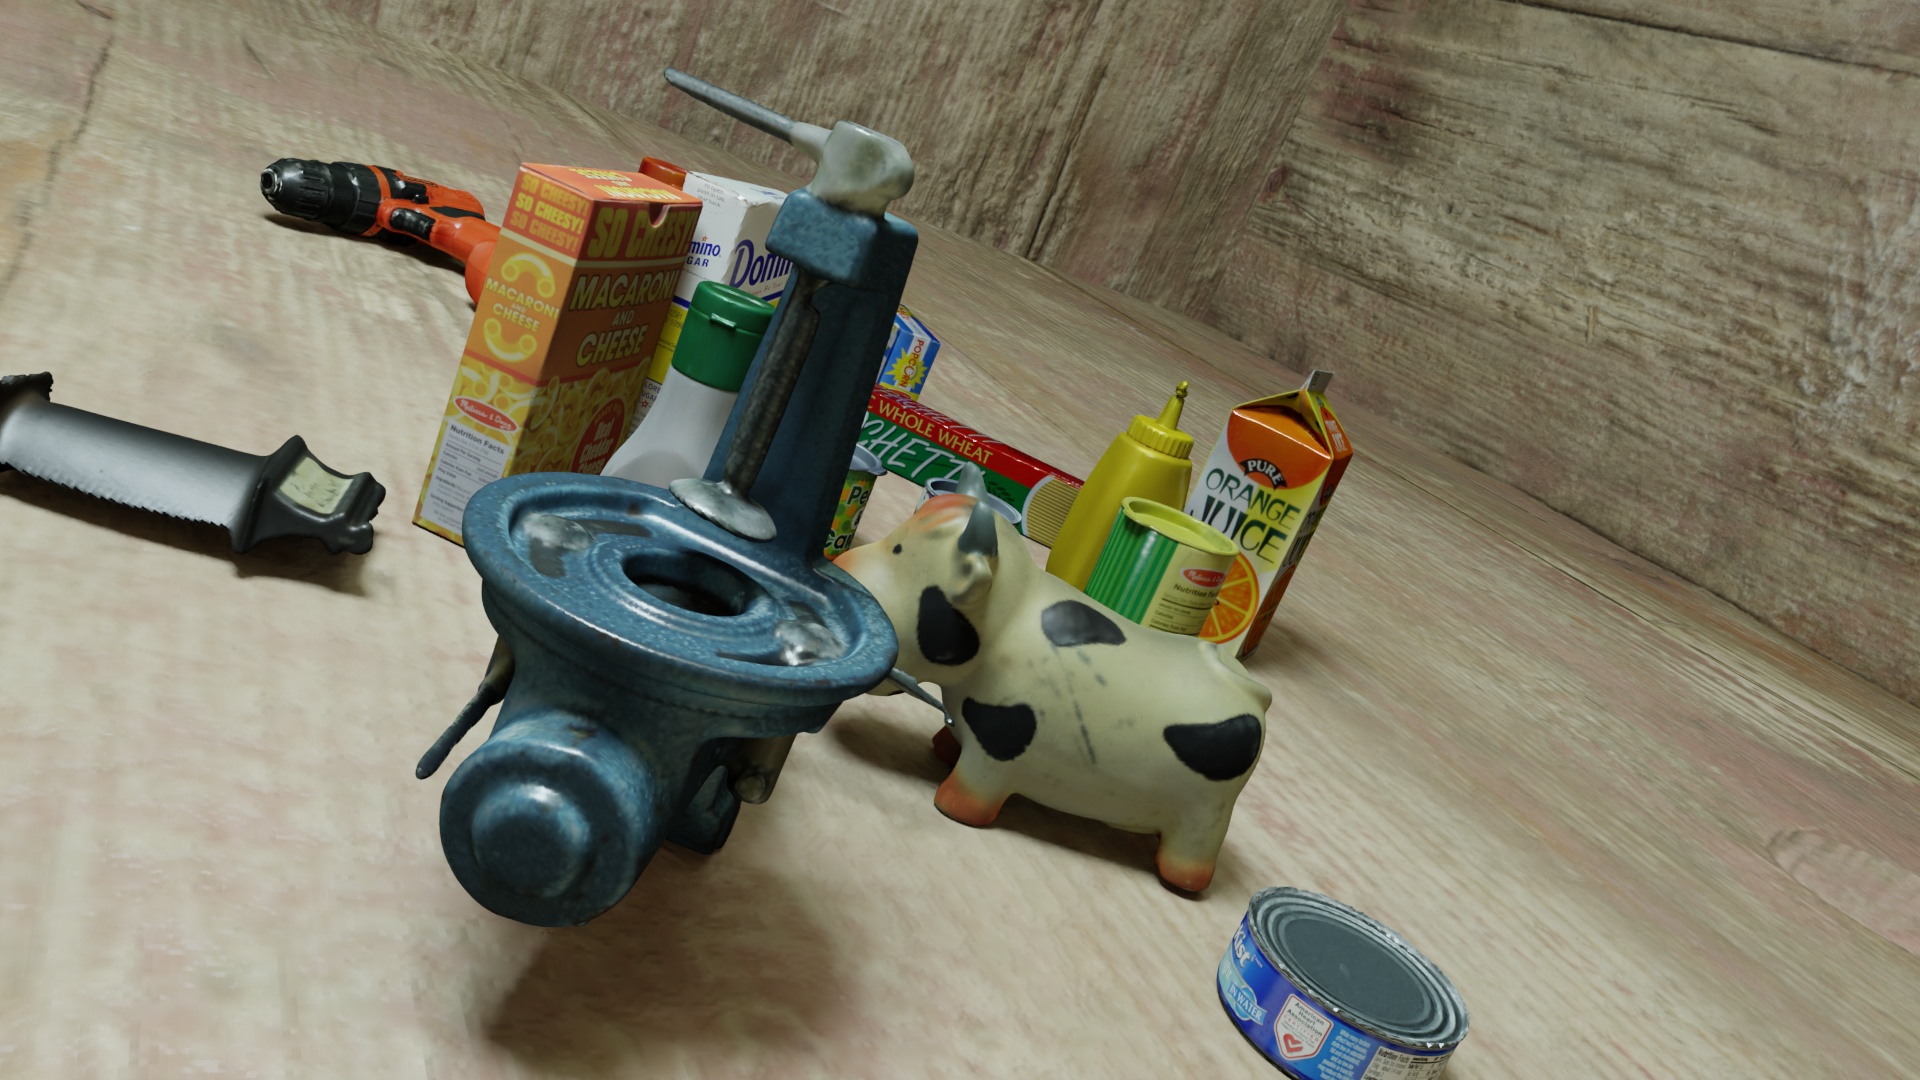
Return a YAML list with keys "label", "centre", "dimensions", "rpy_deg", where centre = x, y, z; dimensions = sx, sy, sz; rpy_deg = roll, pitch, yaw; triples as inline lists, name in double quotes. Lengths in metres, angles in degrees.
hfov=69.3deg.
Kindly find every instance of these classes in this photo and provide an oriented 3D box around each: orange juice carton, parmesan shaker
- label: "orange juice carton"
  centre: [0.191, -0.021, 0.892]
  dimensions: [0.073, 0.192, 0.072]
  rpy_deg: [29, 17, 21]
- label: "parmesan shaker"
  centre: [0.094, 0.037, 0.738]
  dimensions: [0.071, 0.102, 0.071]
  rpy_deg: [21, 16, -6]

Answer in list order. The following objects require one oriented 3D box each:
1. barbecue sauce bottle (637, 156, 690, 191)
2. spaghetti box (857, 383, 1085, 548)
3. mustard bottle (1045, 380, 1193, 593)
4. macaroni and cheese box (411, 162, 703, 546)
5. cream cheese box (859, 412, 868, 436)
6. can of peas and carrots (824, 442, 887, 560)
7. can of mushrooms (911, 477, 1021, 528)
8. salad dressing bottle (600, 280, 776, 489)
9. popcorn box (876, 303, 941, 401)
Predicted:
- label: "barbecue sauce bottle"
  centre: [-0.215, -0.176, 0.918]
  dimensions: [0.065, 0.148, 0.044]
  rpy_deg: [6, 23, -47]
- label: "spaghetti box"
  centre: [-0.011, -0.061, 1.000]
  dimensions: [0.250, 0.050, 0.029]
  rpy_deg: [26, 16, 11]
- label: "mustard bottle"
  centre: [0.104, -0.023, 0.840]
  dimensions: [0.065, 0.159, 0.049]
  rpy_deg: [16, 17, -24]
- label: "macaroni and cheese box"
  centre: [-0.182, -0.087, 0.645]
  dimensions: [0.040, 0.166, 0.124]
  rpy_deg: [24, 16, 5]
- label: "cream cheese box"
  centre: [-0.083, -0.051, 0.866]
  dimensions: [0.024, 0.053, 0.104]
  rpy_deg: [22, 16, -3]
- label: "can of peas and carrots"
  centre: [-0.083, -0.027, 0.783]
  dimensions: [0.071, 0.058, 0.071]
  rpy_deg: [21, 16, -6]
- label: "can of mushrooms"
  centre: [0.003, -0.011, 0.892]
  dimensions: [0.071, 0.033, 0.071]
  rpy_deg: [21, 16, -6]
- label: "salad dressing bottle"
  centre: [-0.121, -0.039, 0.609]
  dimensions: [0.064, 0.147, 0.044]
  rpy_deg: [22, 16, -3]
- label: "popcorn box"
  centre: [-0.062, -0.145, 1.135]
  dimensions: [0.038, 0.085, 0.127]
  rpy_deg: [16, 17, -22]
